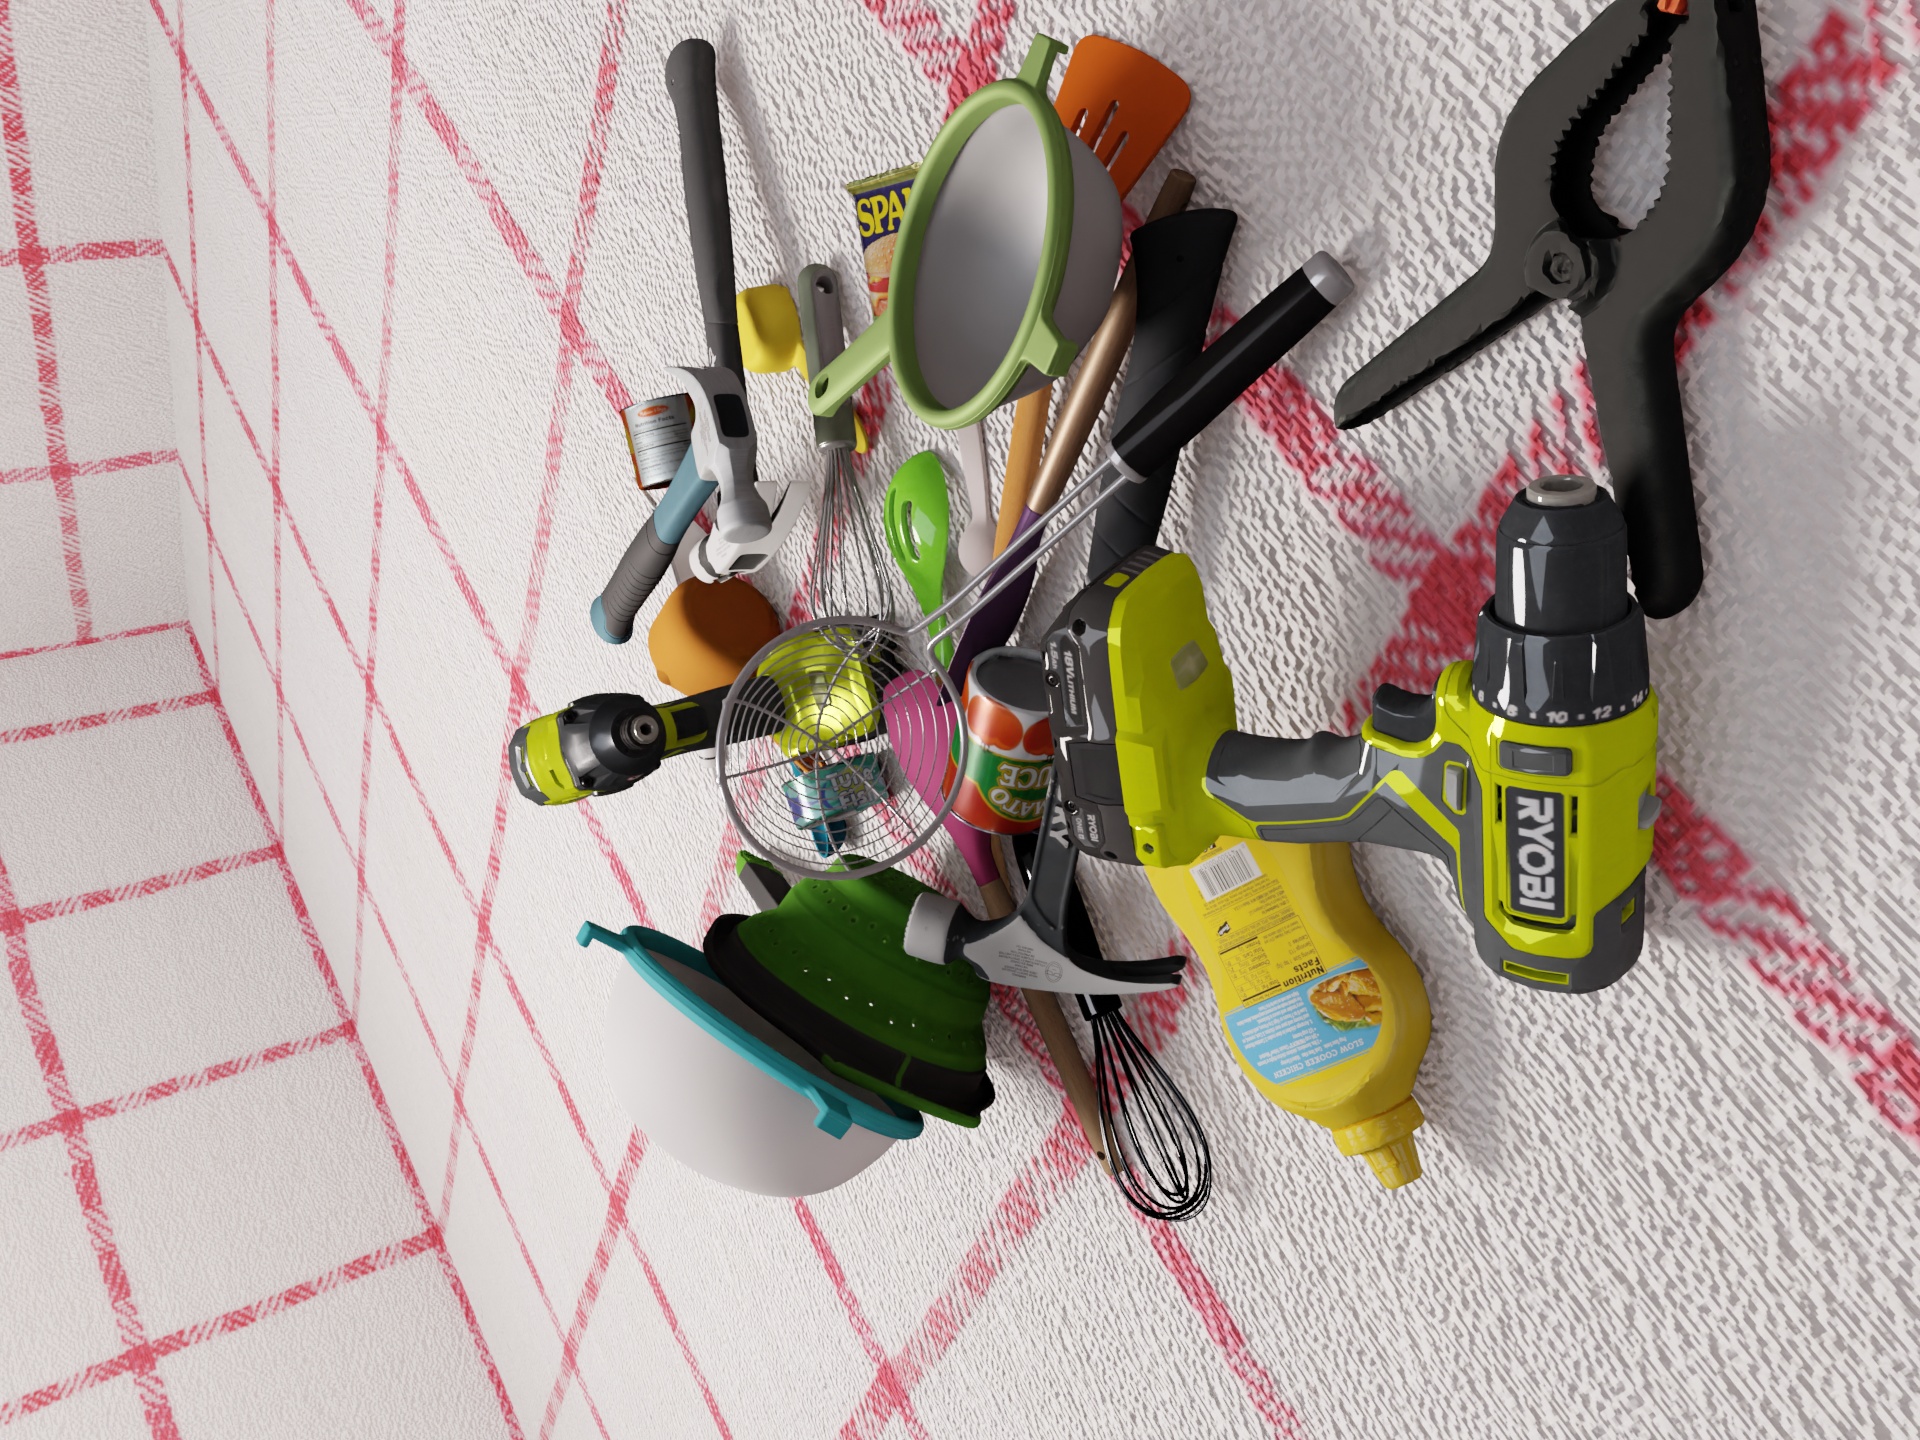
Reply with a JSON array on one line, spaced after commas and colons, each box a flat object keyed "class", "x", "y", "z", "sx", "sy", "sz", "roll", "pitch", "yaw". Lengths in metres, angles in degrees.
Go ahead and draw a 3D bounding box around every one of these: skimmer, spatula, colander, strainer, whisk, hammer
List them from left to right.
[{"class": "hammer", "x": -0.192, "y": -0.120, "z": 1.029, "sx": 0.331, "sy": 0.033, "sz": 0.128, "roll": -36, "pitch": 63, "yaw": 60}, {"class": "strainer", "x": -0.205, "y": -0.066, "z": 1.217, "sx": 0.087, "sy": 0.050, "sz": 0.258, "roll": -125, "pitch": 27, "yaw": -61}, {"class": "hammer", "x": -0.150, "y": -0.263, "z": 0.998, "sx": 0.146, "sy": 0.035, "sz": 0.335, "roll": -15, "pitch": 80, "yaw": 63}, {"class": "strainer", "x": -0.116, "y": 0.232, "z": 0.986, "sx": 0.211, "sy": 0.095, "sz": 0.340, "roll": 31, "pitch": 173, "yaw": 21}, {"class": "whisk", "x": -0.073, "y": -0.157, "z": 0.958, "sx": 0.059, "sy": 0.057, "sz": 0.246, "roll": -15, "pitch": 80, "yaw": 54}, {"class": "colander", "x": -0.076, "y": 0.126, "z": 1.052, "sx": 0.094, "sy": 0.204, "sz": 0.397, "roll": -61, "pitch": 25, "yaw": 3}, {"class": "strainer", "x": 0.004, "y": -0.192, "z": 0.757, "sx": 0.256, "sy": 0.069, "sz": 0.151, "roll": -20, "pitch": 68, "yaw": 60}, {"class": "skimmer", "x": 0.031, "y": -0.063, "z": 0.710, "sx": 0.363, "sy": 0.127, "sz": 0.090, "roll": -41, "pitch": 23, "yaw": 28}, {"class": "spatula", "x": 0.047, "y": -0.175, "z": 0.814, "sx": 0.081, "sy": 0.041, "sz": 0.322, "roll": 45, "pitch": 141, "yaw": 36}, {"class": "spatula", "x": 0.051, "y": -0.130, "z": 0.807, "sx": 0.018, "sy": 0.060, "sz": 0.315, "roll": 39, "pitch": 130, "yaw": 20}, {"class": "whisk", "x": 0.078, "y": 0.162, "z": 0.887, "sx": 0.055, "sy": 0.055, "sz": 0.239, "roll": -47, "pitch": 60, "yaw": 53}, {"class": "hammer", "x": 0.074, "y": -0.041, "z": 0.776, "sx": 0.149, "sy": 0.036, "sz": 0.408, "roll": 15, "pitch": 114, "yaw": 10}]

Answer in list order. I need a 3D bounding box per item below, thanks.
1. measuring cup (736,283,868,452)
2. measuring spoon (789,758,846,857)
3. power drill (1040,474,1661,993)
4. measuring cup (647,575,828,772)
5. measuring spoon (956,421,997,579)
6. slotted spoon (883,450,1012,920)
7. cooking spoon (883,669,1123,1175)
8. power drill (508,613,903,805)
[{"class": "measuring cup", "x": -0.105, "y": -0.220, "z": 1.011, "sx": 0.157, "sy": 0.029, "sz": 0.062, "roll": 55, "pitch": 142, "yaw": 31}, {"class": "measuring spoon", "x": -0.106, "y": 0.038, "z": 1.138, "sx": 0.042, "sy": 0.021, "sz": 0.129, "roll": 111, "pitch": 143, "yaw": -57}, {"class": "power drill", "x": 0.150, "y": -0.004, "z": 0.616, "sx": 0.229, "sy": 0.080, "sz": 0.190, "roll": 9, "pitch": 122, "yaw": 34}, {"class": "measuring cup", "x": -0.142, "y": -0.031, "z": 1.116, "sx": 0.174, "sy": 0.095, "sz": 0.052, "roll": 46, "pitch": 136, "yaw": 9}, {"class": "measuring spoon", "x": 0.003, "y": -0.139, "z": 0.894, "sx": 0.034, "sy": 0.018, "sz": 0.124, "roll": 7, "pitch": 110, "yaw": 55}, {"class": "slotted spoon", "x": -0.002, "y": -0.003, "z": 0.951, "sx": 0.070, "sy": 0.031, "sz": 0.313, "roll": 2, "pitch": 106, "yaw": 62}, {"class": "cooking spoon", "x": 0.028, "y": 0.119, "z": 0.939, "sx": 0.069, "sy": 0.017, "sz": 0.319, "roll": -27, "pitch": 86, "yaw": 45}, {"class": "power drill", "x": -0.150, "y": -0.002, "z": 0.990, "sx": 0.171, "sy": 0.223, "sz": 0.080, "roll": -14, "pitch": 92, "yaw": 57}]
